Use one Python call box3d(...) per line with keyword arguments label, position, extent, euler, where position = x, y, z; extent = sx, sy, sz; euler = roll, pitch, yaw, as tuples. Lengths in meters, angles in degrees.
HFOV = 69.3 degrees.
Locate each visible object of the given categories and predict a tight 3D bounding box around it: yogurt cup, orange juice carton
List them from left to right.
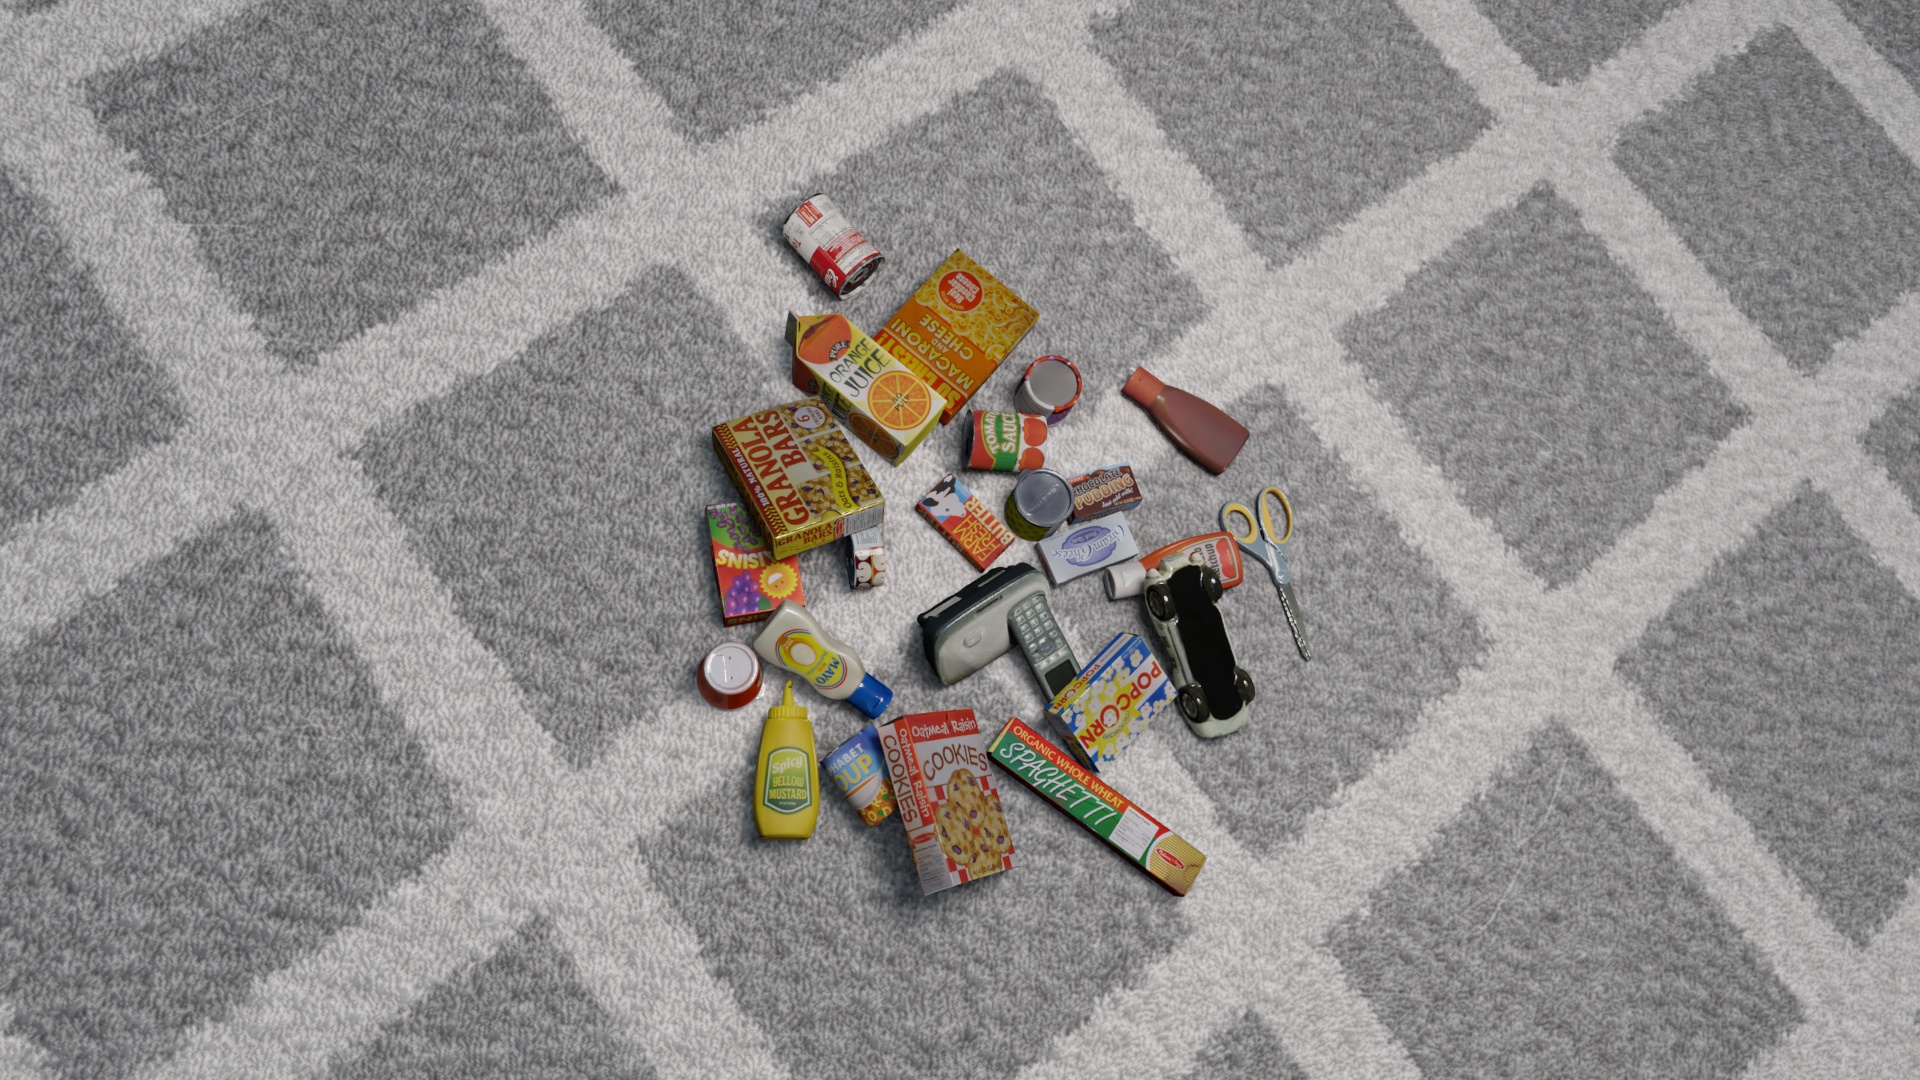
box3d(label="yogurt cup", position=(-0.231, 0.133, 1.393), extent=(0.072, 0.053, 0.072), euler=(3, 72, -9))
box3d(label="orange juice carton", position=(-0.115, -0.174, 1.502), extent=(0.193, 0.071, 0.073), euler=(39, 70, 2))

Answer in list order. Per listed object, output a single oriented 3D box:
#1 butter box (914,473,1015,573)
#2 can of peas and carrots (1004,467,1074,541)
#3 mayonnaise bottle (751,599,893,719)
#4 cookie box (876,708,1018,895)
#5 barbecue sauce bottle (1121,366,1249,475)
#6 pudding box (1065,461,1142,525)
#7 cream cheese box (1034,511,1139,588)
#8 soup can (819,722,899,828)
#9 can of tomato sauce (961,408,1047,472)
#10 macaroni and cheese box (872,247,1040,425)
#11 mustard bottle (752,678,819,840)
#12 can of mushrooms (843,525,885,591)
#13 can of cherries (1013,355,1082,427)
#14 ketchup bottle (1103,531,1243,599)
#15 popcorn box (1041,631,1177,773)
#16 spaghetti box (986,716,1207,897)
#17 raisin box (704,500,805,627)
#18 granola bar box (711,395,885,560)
box3d(label="butter box", position=(0.005, -0.019, 1.502), extent=(0.103, 0.024, 0.053), euler=(45, 70, 5))
box3d(label="can of peas and carrots", position=(0.083, -0.040, 1.506), extent=(0.071, 0.058, 0.071), euler=(3, 72, -10))
box3d(label="mayonnaise bottle", position=(-0.136, 0.125, 1.406), extent=(0.148, 0.041, 0.064), euler=(38, 97, -12))
box3d(label="cookie box", position=(-0.010, 0.253, 1.368), extent=(0.123, 0.040, 0.167), euler=(5, 64, -57))
box3d(label="barbecue sauce bottle", position=(0.253, -0.141, 1.579), extent=(0.148, 0.043, 0.065), euler=(37, 70, 2))
box3d(label="pudding box", position=(0.154, -0.053, 1.539), extent=(0.084, 0.030, 0.050), euler=(-14, 75, -15))
box3d(label="cream cheese box", position=(0.139, 0.010, 1.520), extent=(0.104, 0.024, 0.053), euler=(-20, 79, -16))
box3d(label="soup can", position=(-0.091, 0.235, 1.380), extent=(0.071, 0.071, 0.084), euler=(-35, 83, -19))
box3d(label="can of tomato sauce", position=(0.048, -0.108, 1.514), extent=(0.083, 0.071, 0.071), euler=(4, 73, -10))
box3d(label="macaroni and cheese box", position=(-0.010, -0.228, 1.556), extent=(0.124, 0.040, 0.167), euler=(39, 70, 2))
box3d(label="mustard bottle", position=(-0.173, 0.216, 1.381), extent=(0.065, 0.048, 0.160), euler=(1, 73, -12))
box3d(label="can of mushrooms", position=(-0.100, 0.019, 1.450), extent=(0.033, 0.071, 0.071), euler=(-6, 75, -14))
box3d(label="can of cherries", position=(0.099, -0.168, 1.549), extent=(0.071, 0.058, 0.071), euler=(3, 73, -10))
box3d(label="ketchup bottle", position=(0.232, 0.033, 1.520), extent=(0.149, 0.043, 0.065), euler=(-11, 83, -13))
box3d(label="popcorn box", position=(0.158, 0.168, 1.450), extent=(0.127, 0.038, 0.085), euler=(-42, 113, -19))
box3d(label="spaghetti box", position=(0.139, 0.274, 1.435), extent=(0.250, 0.028, 0.050), euler=(36, 70, 1))
box3d(label="raisin box", position=(-0.214, 0.020, 1.440), extent=(0.086, 0.040, 0.123), euler=(-9, 74, -14))
box3d(label="granola bar box", position=(-0.169, -0.069, 1.440), extent=(0.124, 0.038, 0.166), euler=(-20, 56, -22))
